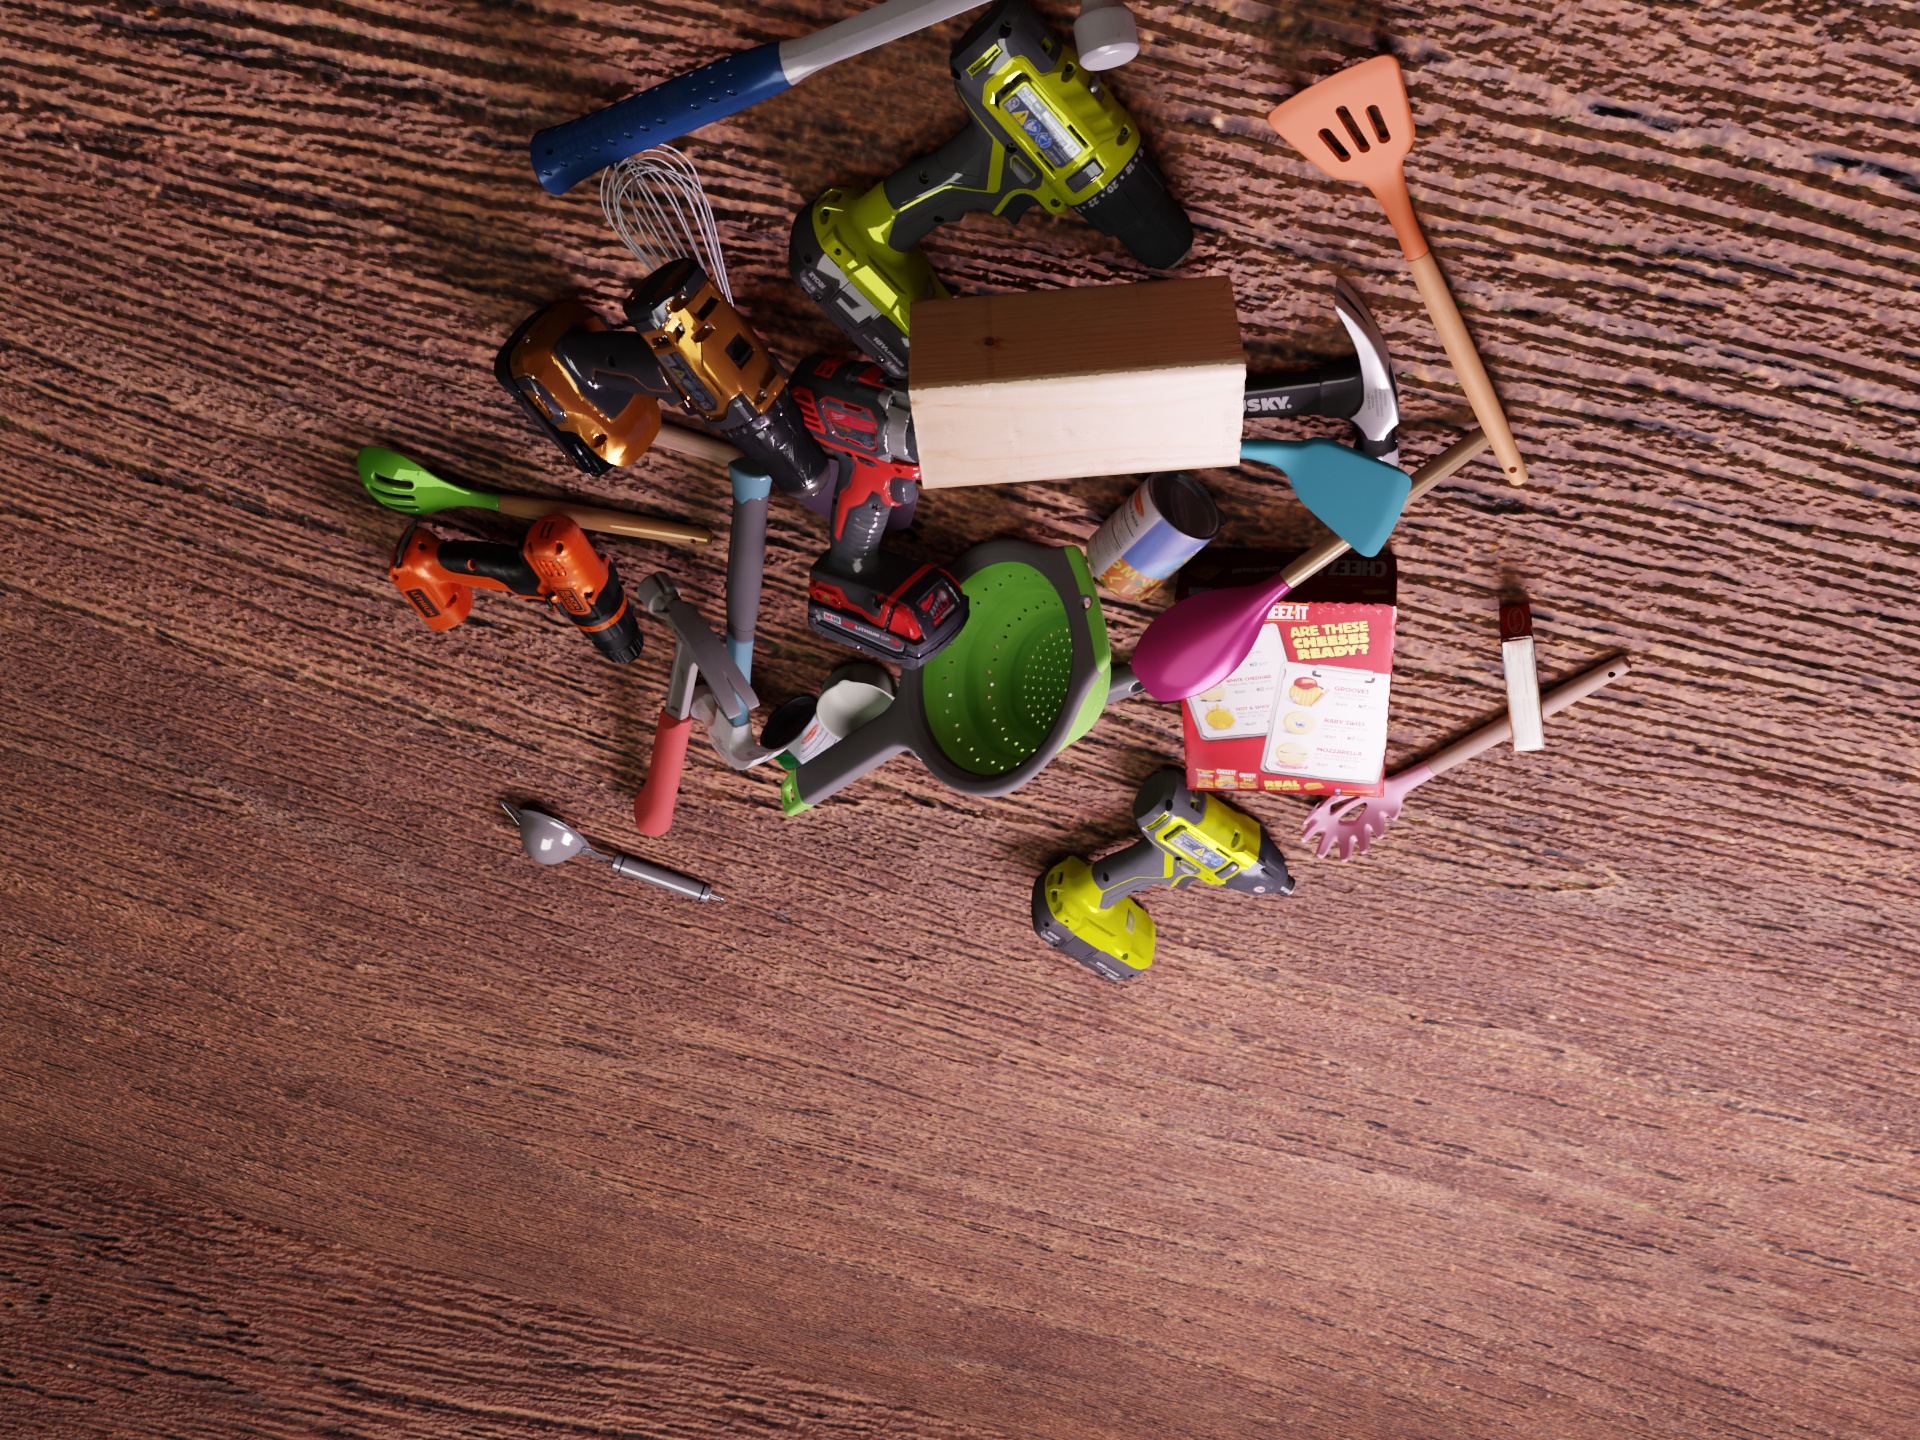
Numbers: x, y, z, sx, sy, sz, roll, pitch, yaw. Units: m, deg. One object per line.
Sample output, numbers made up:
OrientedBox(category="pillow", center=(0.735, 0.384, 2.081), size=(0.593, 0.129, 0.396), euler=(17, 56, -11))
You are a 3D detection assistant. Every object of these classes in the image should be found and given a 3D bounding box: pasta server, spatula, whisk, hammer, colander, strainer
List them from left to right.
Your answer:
OrientedBox(category="strainer", center=(-0.370, 0.149, 1.681), size=(0.258, 0.050, 0.087), euler=(21, 154, -10))
OrientedBox(category="hammer", center=(-0.259, 0.021, 1.456), size=(0.149, 0.036, 0.358), euler=(53, 150, 18))
OrientedBox(category="spatula", center=(-0.188, -0.210, 1.256), size=(0.316, 0.018, 0.059), euler=(17, 133, -3))
OrientedBox(category="whisk", center=(-0.170, -0.282, 1.139), size=(0.070, 0.070, 0.284), euler=(-8, 133, 24))
OrientedBox(category="hammer", center=(-0.185, -0.085, 1.332), size=(0.128, 0.033, 0.330), euler=(48, 145, 30))
OrientedBox(category="hammer", center=(-0.095, -0.404, 0.953), size=(0.405, 0.035, 0.144), euler=(-10, 95, 27))
OrientedBox(category="colander", center=(-0.002, -0.004, 1.329), size=(0.094, 0.205, 0.397), euler=(9, 149, -44))
OrientedBox(category="whisk", center=(0.061, -0.005, 1.379), size=(0.239, 0.055, 0.055), euler=(-18, 128, 26))
OrientedBox(category="hammer", center=(0.136, -0.227, 1.127), size=(0.335, 0.035, 0.146), euler=(-2, 136, 19))
OrientedBox(category="spatula", center=(0.149, -0.193, 1.101), size=(0.317, 0.044, 0.082), euler=(15, 144, 2))
OrientedBox(category="spatula", center=(0.300, -0.273, 1.014), size=(0.081, 0.041, 0.322), euler=(-18, 124, 31))
OrientedBox(category="pasta server", center=(0.412, 0.031, 1.316), size=(0.060, 0.040, 0.316), euler=(43, 131, -12))

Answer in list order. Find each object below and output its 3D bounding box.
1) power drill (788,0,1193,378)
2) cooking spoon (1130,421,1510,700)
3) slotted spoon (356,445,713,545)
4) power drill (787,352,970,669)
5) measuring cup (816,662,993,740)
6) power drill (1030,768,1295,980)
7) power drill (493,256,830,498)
OrientedBox(category="power drill", center=(0.019, -0.323, 1.030), size=(0.228, 0.080, 0.190), euler=(-29, 122, 35))
OrientedBox(category="cooking spoon", center=(0.256, -0.117, 1.148), size=(0.319, 0.017, 0.069), euler=(-37, 93, 21))
OrientedBox(category="slotted spoon", center=(-0.361, -0.180, 1.335), size=(0.314, 0.031, 0.070), euler=(10, 143, 4))
OrientedBox(category="power drill", center=(-0.037, -0.152, 1.181), size=(0.188, 0.080, 0.226), euler=(22, 134, 23))
OrientedBox(category="measuring cup", center=(-0.045, -0.025, 1.401), size=(0.167, 0.038, 0.083), euler=(-11, 130, 14))
OrientedBox(category="power drill", center=(0.187, 0.152, 1.488), size=(0.171, 0.080, 0.223), euler=(34, 132, -18))
OrientedBox(category="power drill", center=(-0.207, -0.228, 1.134), size=(0.226, 0.084, 0.185), euler=(3, 142, 44))
